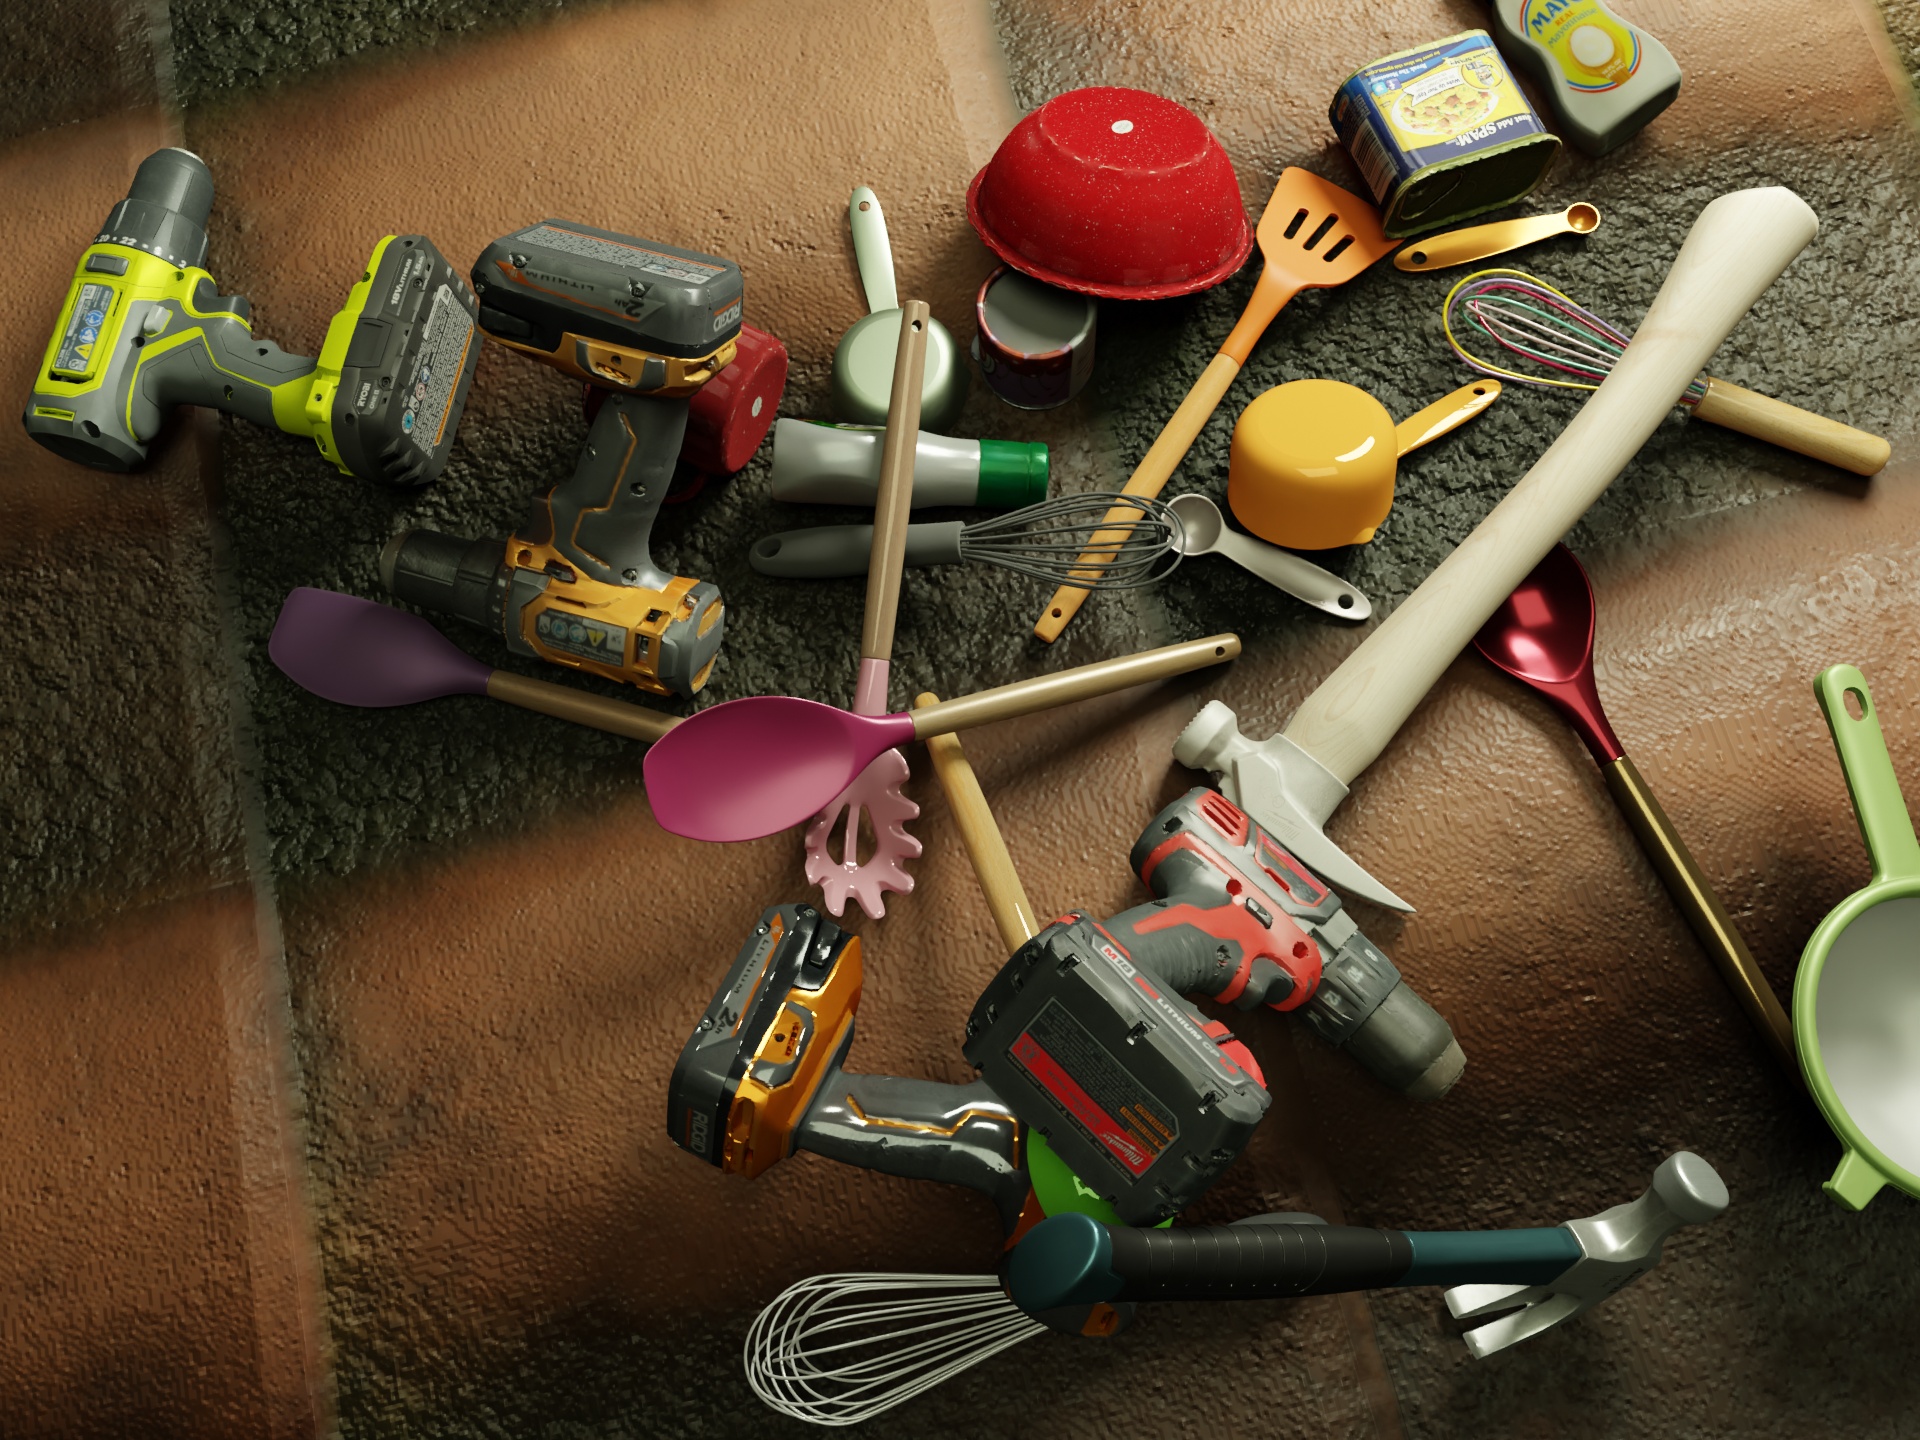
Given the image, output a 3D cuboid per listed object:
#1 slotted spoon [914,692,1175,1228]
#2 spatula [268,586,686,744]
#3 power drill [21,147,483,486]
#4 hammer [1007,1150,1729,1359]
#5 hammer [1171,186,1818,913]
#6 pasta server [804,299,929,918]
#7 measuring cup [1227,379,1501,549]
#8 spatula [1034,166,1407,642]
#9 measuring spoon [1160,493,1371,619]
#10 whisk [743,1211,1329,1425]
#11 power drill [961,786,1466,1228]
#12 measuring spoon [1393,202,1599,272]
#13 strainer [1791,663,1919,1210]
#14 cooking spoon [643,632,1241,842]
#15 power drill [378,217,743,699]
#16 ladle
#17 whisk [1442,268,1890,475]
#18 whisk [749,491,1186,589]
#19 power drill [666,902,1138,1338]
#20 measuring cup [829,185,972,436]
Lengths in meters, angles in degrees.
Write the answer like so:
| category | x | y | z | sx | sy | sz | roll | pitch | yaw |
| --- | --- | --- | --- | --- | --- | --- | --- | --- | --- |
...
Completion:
| category | x | y | z | sx | sy | sz | roll | pitch | yaw |
| --- | --- | --- | --- | --- | --- | --- | --- | --- | --- |
| slotted spoon | 0.028 | 0.104 | 0.755 | 0.070 | 0.031 | 0.314 | -3 | 49 | -24 |
| spatula | -0.230 | -0.012 | 0.861 | 0.316 | 0.018 | 0.060 | 14 | 78 | 9 |
| power drill | -0.397 | -0.227 | 0.901 | 0.228 | 0.080 | 0.191 | 10 | 76 | 9 |
| hammer | 0.170 | 0.224 | 0.662 | 0.330 | 0.128 | 0.033 | 10 | 39 | -29 |
| hammer | 0.293 | -0.094 | 0.803 | 0.146 | 0.038 | 0.410 | 41 | 92 | 12 |
| pasta server | -0.039 | -0.058 | 0.815 | 0.060 | 0.040 | 0.316 | 7 | 91 | -16 |
| measuring cup | 0.221 | -0.158 | 0.844 | 0.173 | 0.052 | 0.095 | -29 | 53 | -12 |
| spatula | 0.135 | -0.175 | 0.881 | 0.081 | 0.041 | 0.322 | 33 | 83 | 10 |
| measuring spoon | 0.164 | -0.084 | 0.860 | 0.124 | 0.018 | 0.034 | 27 | 83 | 3 |
| whisk | 0.039 | 0.275 | 0.750 | 0.284 | 0.070 | 0.070 | -11 | 75 | -5 |
| power drill | 0.125 | 0.132 | 0.712 | 0.188 | 0.226 | 0.080 | 43 | 122 | 14 |
| measuring spoon | 0.303 | -0.271 | 0.903 | 0.117 | 0.011 | 0.021 | -13 | 74 | 4 |
| strainer | 0.439 | 0.103 | 0.760 | 0.151 | 0.069 | 0.256 | -5 | 72 | -7 |
| cooking spoon | -0.001 | -0.003 | 0.803 | 0.319 | 0.017 | 0.068 | -14 | 98 | -16 |
| power drill | -0.206 | -0.132 | 0.811 | 0.185 | 0.084 | 0.226 | 15 | 119 | 6 |
| ladle | 0.346 | 0.043 | 0.805 | 0.069 | 0.031 | 0.315 | -27 | 77 | 3 |
| whisk | 0.380 | -0.187 | 0.858 | 0.245 | 0.051 | 0.047 | 22 | 72 | 6 |
| whisk | 0.000 | -0.091 | 0.844 | 0.239 | 0.055 | 0.055 | -2 | 75 | 15 |
| power drill | -0.005 | 0.172 | 0.754 | 0.226 | 0.084 | 0.164 | 21 | 47 | 8 |
| measuring cup | -0.044 | -0.236 | 0.898 | 0.083 | 0.038 | 0.168 | -11 | 77 | 1 |
